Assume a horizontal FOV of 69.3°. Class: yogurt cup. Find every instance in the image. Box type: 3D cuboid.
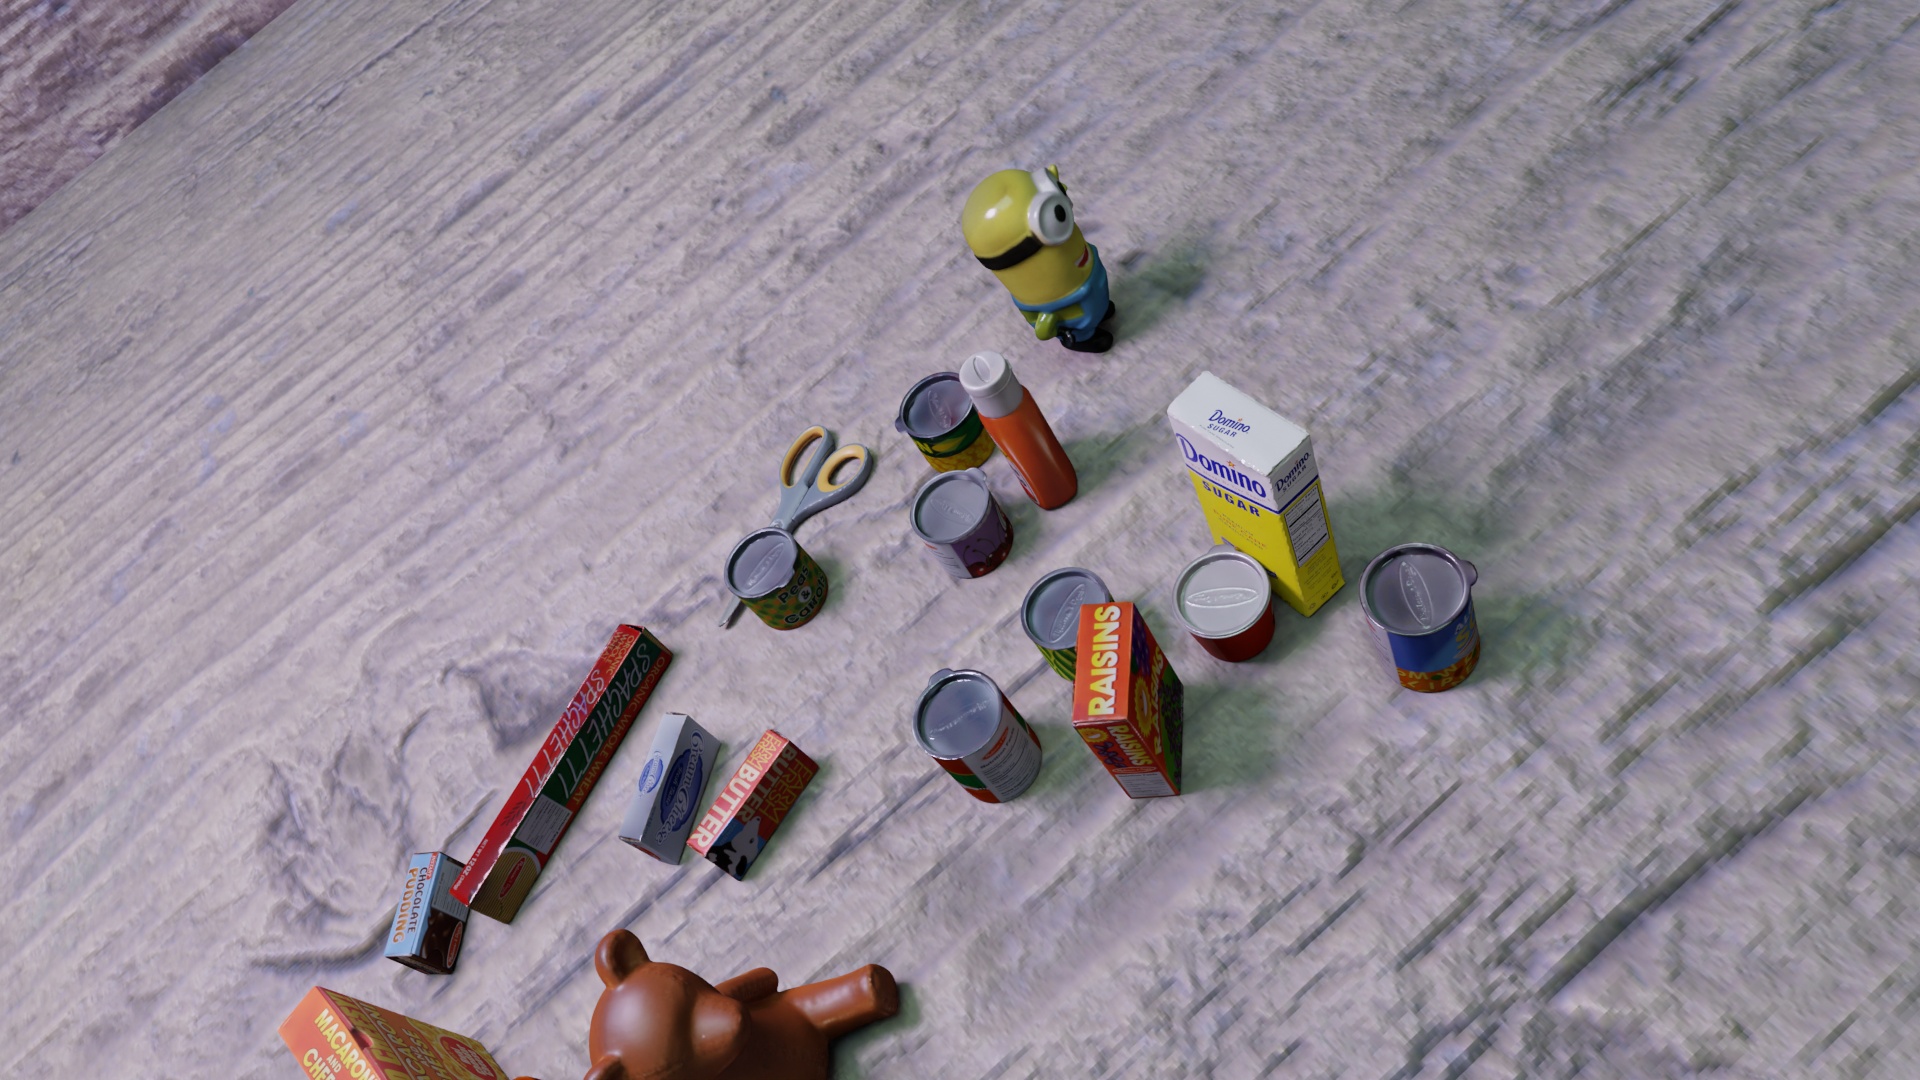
[{"bbox_3d":[0.185,0.048,0.960,0.072,0.053,0.073,-13,54,18],"label":"yogurt cup"}]

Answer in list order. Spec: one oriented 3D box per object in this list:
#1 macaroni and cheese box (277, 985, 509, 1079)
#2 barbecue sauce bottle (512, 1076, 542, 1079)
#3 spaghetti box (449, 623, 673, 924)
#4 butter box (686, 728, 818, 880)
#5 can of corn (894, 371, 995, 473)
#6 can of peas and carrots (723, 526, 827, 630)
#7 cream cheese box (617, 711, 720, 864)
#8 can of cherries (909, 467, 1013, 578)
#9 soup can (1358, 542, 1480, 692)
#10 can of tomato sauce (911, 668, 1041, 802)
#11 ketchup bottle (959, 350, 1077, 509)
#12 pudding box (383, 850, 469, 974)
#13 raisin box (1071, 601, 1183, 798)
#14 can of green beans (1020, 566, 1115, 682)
[{"bbox_3d":[-0.360,0.369,0.933,0.124,0.166,0.040,29,75,37],"label":"macaroni and cheese box"},{"bbox_3d":[-0.236,0.374,0.881,0.043,0.148,0.065,-35,50,1],"label":"barbecue sauce bottle"},{"bbox_3d":[-0.315,0.182,1.113,0.029,0.050,0.251,15,66,33],"label":"spaghetti box"},{"bbox_3d":[-0.152,0.194,1.024,0.024,0.053,0.104,24,71,36],"label":"butter box"},{"bbox_3d":[-0.012,-0.095,1.149,0.071,0.058,0.071,-13,54,18],"label":"can of corn"},{"bbox_3d":[-0.147,0.032,1.128,0.071,0.058,0.071,-13,54,18],"label":"can of peas and carrots"},{"bbox_3d":[-0.221,0.189,1.061,0.024,0.053,0.104,1,59,26],"label":"cream cheese box"},{"bbox_3d":[0.004,-0.014,1.086,0.071,0.058,0.072,-13,54,18],"label":"can of cherries"},{"bbox_3d":[0.297,0.050,0.886,0.071,0.083,0.072,-13,54,18],"label":"soup can"},{"bbox_3d":[0.012,0.136,0.966,0.071,0.083,0.071,-13,54,18],"label":"can of tomato sauce"},{"bbox_3d":[0.044,-0.086,1.058,0.043,0.148,0.065,-30,51,5],"label":"ketchup bottle"},{"bbox_3d":[-0.413,0.291,1.087,0.030,0.049,0.084,-10,55,20],"label":"pudding box"},{"bbox_3d":[0.111,0.106,0.912,0.040,0.123,0.086,-6,56,22],"label":"raisin box"},{"bbox_3d":[0.084,0.062,0.998,0.071,0.057,0.071,-13,54,18],"label":"can of green beans"}]
